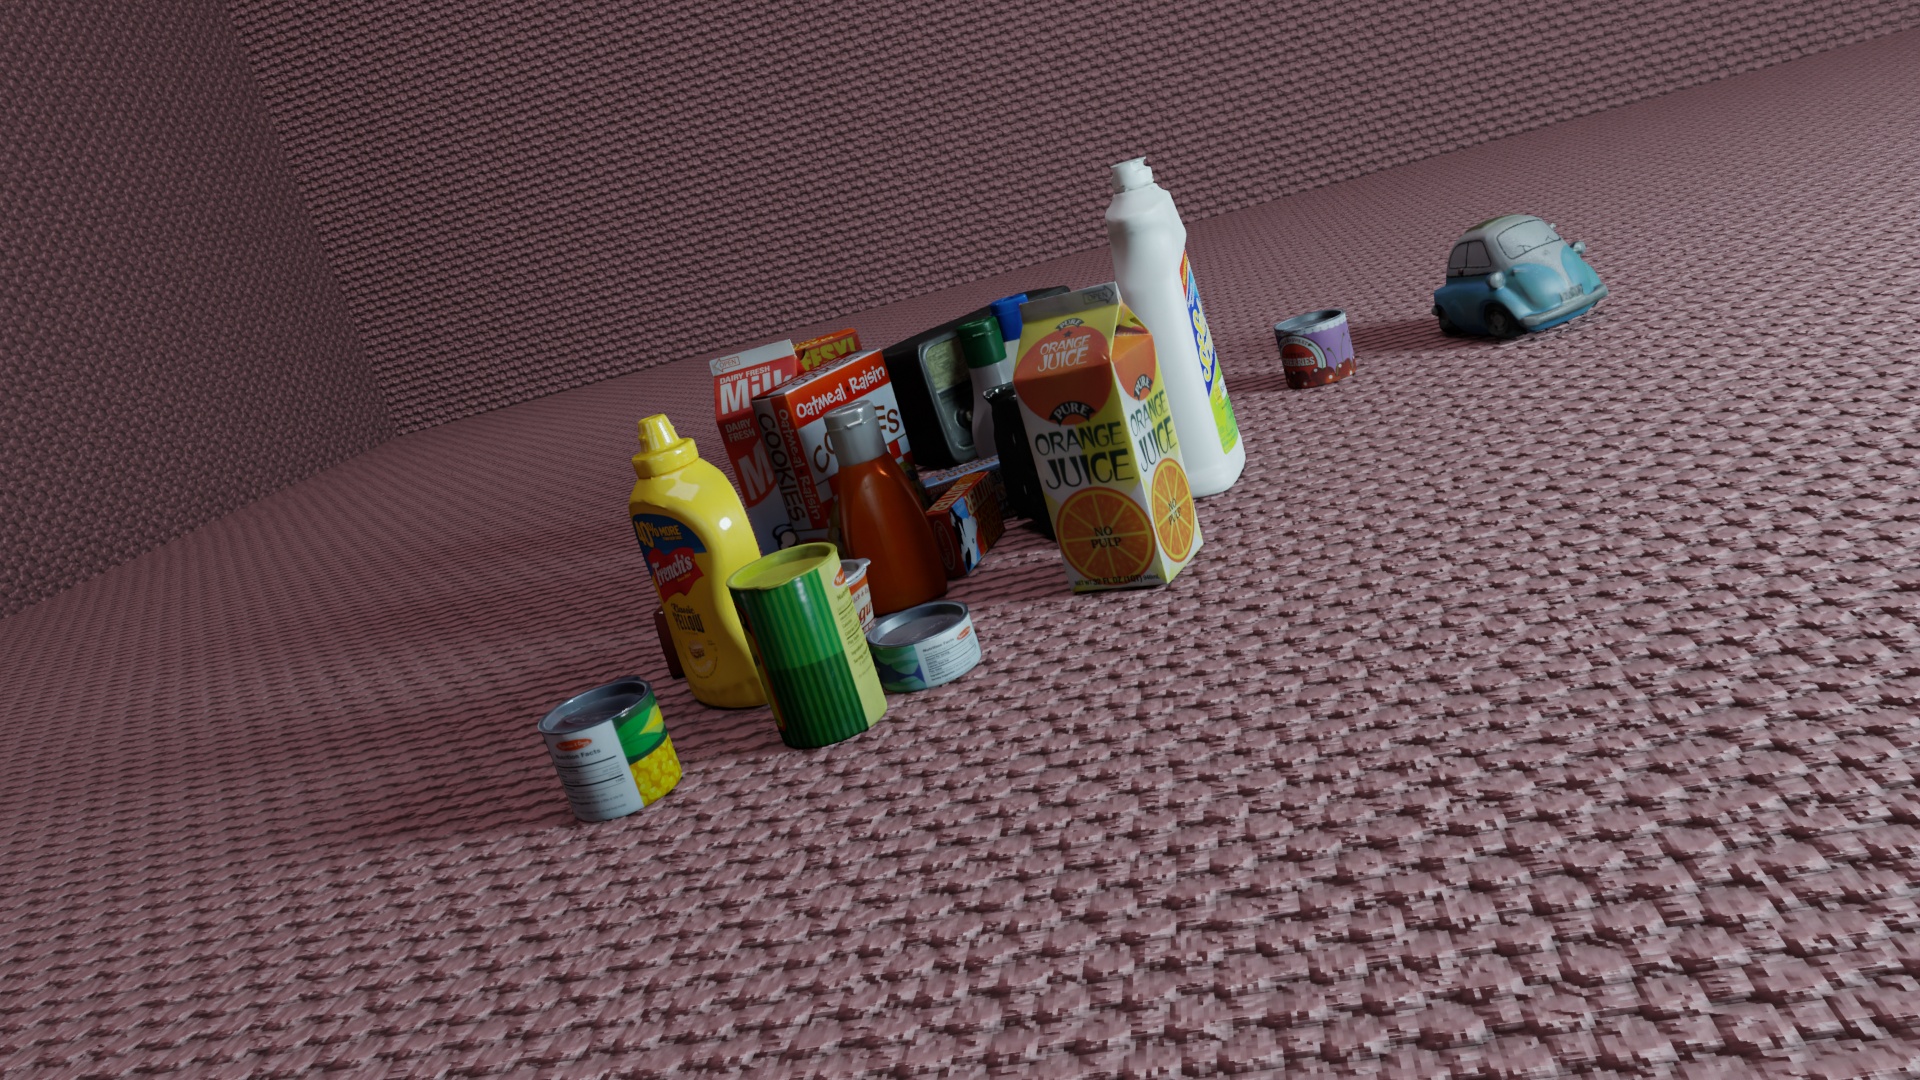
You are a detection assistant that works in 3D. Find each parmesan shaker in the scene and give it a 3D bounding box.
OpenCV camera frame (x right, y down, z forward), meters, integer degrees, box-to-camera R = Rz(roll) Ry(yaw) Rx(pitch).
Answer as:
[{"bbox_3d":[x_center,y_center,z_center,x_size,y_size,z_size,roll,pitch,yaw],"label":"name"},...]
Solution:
[{"bbox_3d":[-0.089,0.062,0.804,0.071,0.102,0.071,-15,15,4],"label":"parmesan shaker"}]

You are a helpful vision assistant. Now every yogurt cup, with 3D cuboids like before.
[{"bbox_3d":[-0.090,0.050,0.938,0.072,0.053,0.072,-15,15,4],"label":"yogurt cup"}]

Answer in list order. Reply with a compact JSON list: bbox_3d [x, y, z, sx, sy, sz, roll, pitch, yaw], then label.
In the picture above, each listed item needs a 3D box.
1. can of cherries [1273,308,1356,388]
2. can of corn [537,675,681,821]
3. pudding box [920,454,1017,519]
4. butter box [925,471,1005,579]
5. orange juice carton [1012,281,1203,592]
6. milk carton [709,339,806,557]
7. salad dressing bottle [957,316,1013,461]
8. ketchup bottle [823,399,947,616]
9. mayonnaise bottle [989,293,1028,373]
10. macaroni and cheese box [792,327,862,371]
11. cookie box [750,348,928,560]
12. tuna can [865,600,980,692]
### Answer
[{"bbox_3d":[0.328,-0.177,1.290,0.071,0.058,0.072,-15,15,4],"label":"can of cherries"},{"bbox_3d":[-0.200,0.119,0.801,0.071,0.058,0.071,-15,15,4],"label":"can of corn"},{"bbox_3d":[0.014,-0.038,1.145,0.084,0.049,0.030,-18,15,-7],"label":"pudding box"},{"bbox_3d":[0.004,-0.013,1.063,0.024,0.053,0.104,-10,17,22],"label":"butter box"},{"bbox_3d":[0.093,-0.068,0.903,0.071,0.192,0.073,-7,18,32],"label":"orange juice carton"},{"bbox_3d":[-0.141,-0.064,1.128,0.072,0.190,0.074,-15,15,7],"label":"milk carton"},{"bbox_3d":[0.034,-0.125,1.240,0.064,0.147,0.044,-15,15,7],"label":"salad dressing bottle"},{"bbox_3d":[-0.058,-0.024,0.984,0.065,0.148,0.043,-19,15,-8],"label":"ketchup bottle"},{"bbox_3d":[0.065,-0.160,1.331,0.041,0.147,0.065,-15,15,6],"label":"mayonnaise bottle"},{"bbox_3d":[-0.131,-0.099,1.284,0.124,0.166,0.040,-19,15,-7],"label":"macaroni and cheese box"},{"bbox_3d":[-0.087,-0.052,1.075,0.040,0.167,0.123,-6,19,35],"label":"cookie box"},{"bbox_3d":[-0.024,0.065,0.858,0.071,0.032,0.071,-15,15,4],"label":"tuna can"}]
